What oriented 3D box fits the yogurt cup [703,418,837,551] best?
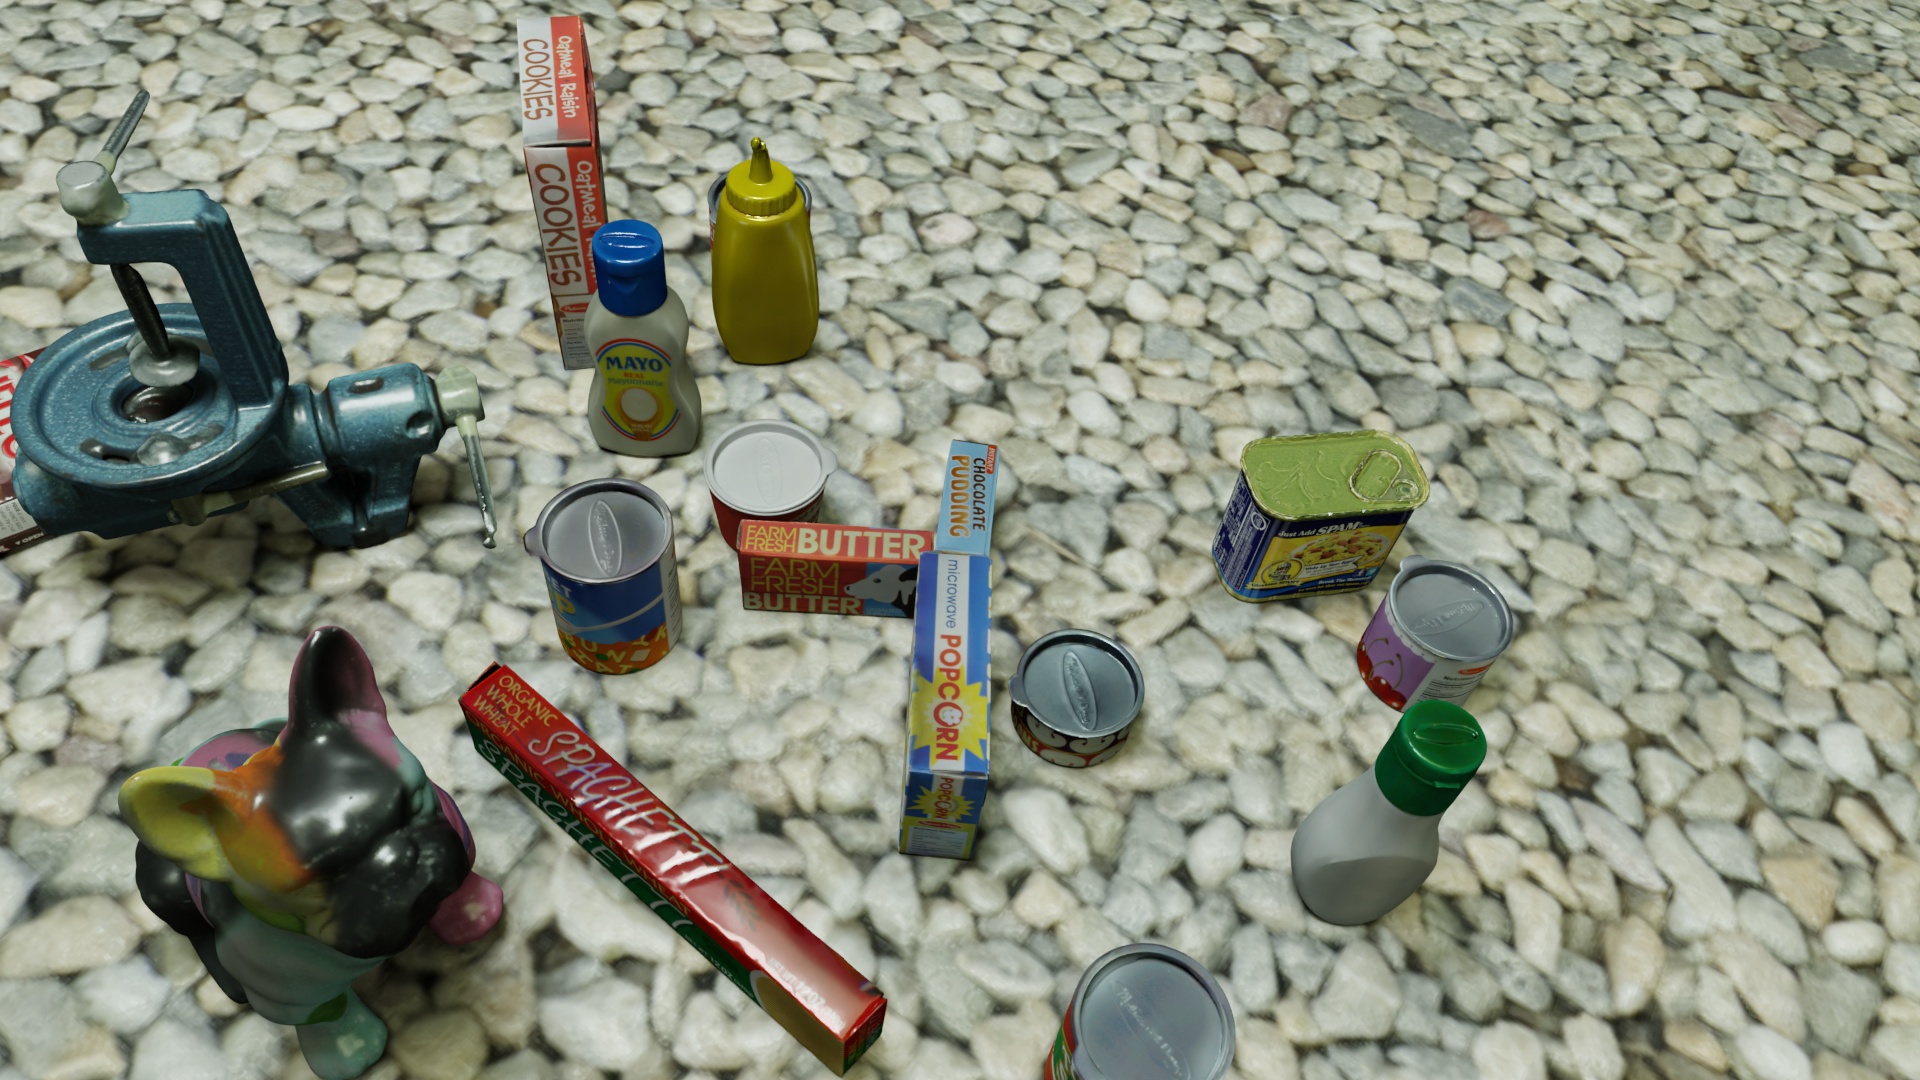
[{"bbox_3d":[-0.107,-0.026,0.773,0.072,0.053,0.073,4,51,-4],"label":"yogurt cup"}]

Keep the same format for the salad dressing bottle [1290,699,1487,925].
[{"bbox_3d":[0.194,0.126,0.631,0.064,0.146,0.044,3,52,-5],"label":"salad dressing bottle"}]

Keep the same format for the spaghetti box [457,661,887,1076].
[{"bbox_3d":[-0.137,0.146,0.635,0.250,0.049,0.029,35,56,19],"label":"spaghetti box"}]

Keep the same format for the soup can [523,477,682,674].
[{"bbox_3d":[-0.180,0.020,0.709,0.071,0.083,0.072,4,52,-4],"label":"soup can"}]

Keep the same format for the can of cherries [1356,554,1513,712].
[{"bbox_3d":[0.255,0.052,0.755,0.071,0.058,0.072,4,51,-4],"label":"can of cherries"}]

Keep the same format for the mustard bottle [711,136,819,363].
[{"bbox_3d":[-0.116,-0.175,0.822,0.065,0.159,0.049,-7,53,-12],"label":"mustard bottle"}]

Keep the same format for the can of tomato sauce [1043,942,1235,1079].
[{"bbox_3d":[0.072,0.218,0.583,0.071,0.082,0.071,4,52,-4],"label":"can of tomato sauce"}]

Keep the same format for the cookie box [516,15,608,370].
[{"bbox_3d":[-0.231,-0.205,0.827,0.040,0.166,0.123,-7,53,-12],"label":"cookie box"}]

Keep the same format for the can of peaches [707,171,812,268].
[{"bbox_3d":[-0.132,-0.200,0.905,0.071,0.057,0.071,4,51,-4],"label":"can of peaches"}]

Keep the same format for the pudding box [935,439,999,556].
[{"bbox_3d":[0.003,-0.010,0.777,0.030,0.049,0.084,8,51,-1],"label":"pudding box"}]

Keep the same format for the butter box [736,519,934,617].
[{"bbox_3d":[-0.067,0.016,0.746,0.103,0.052,0.024,4,52,-4],"label":"butter box"}]

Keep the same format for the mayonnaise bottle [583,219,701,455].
[{"bbox_3d":[-0.179,-0.109,0.770,0.065,0.147,0.041,3,52,-5],"label":"mayonnaise bottle"}]

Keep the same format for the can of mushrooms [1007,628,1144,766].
[{"bbox_3d":[0.058,0.082,0.721,0.071,0.033,0.071,4,51,-4],"label":"can of mushrooms"}]

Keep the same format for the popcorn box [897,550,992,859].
[{"bbox_3d":[-0.007,0.080,0.682,0.038,0.084,0.127,5,51,-4],"label":"popcorn box"}]
